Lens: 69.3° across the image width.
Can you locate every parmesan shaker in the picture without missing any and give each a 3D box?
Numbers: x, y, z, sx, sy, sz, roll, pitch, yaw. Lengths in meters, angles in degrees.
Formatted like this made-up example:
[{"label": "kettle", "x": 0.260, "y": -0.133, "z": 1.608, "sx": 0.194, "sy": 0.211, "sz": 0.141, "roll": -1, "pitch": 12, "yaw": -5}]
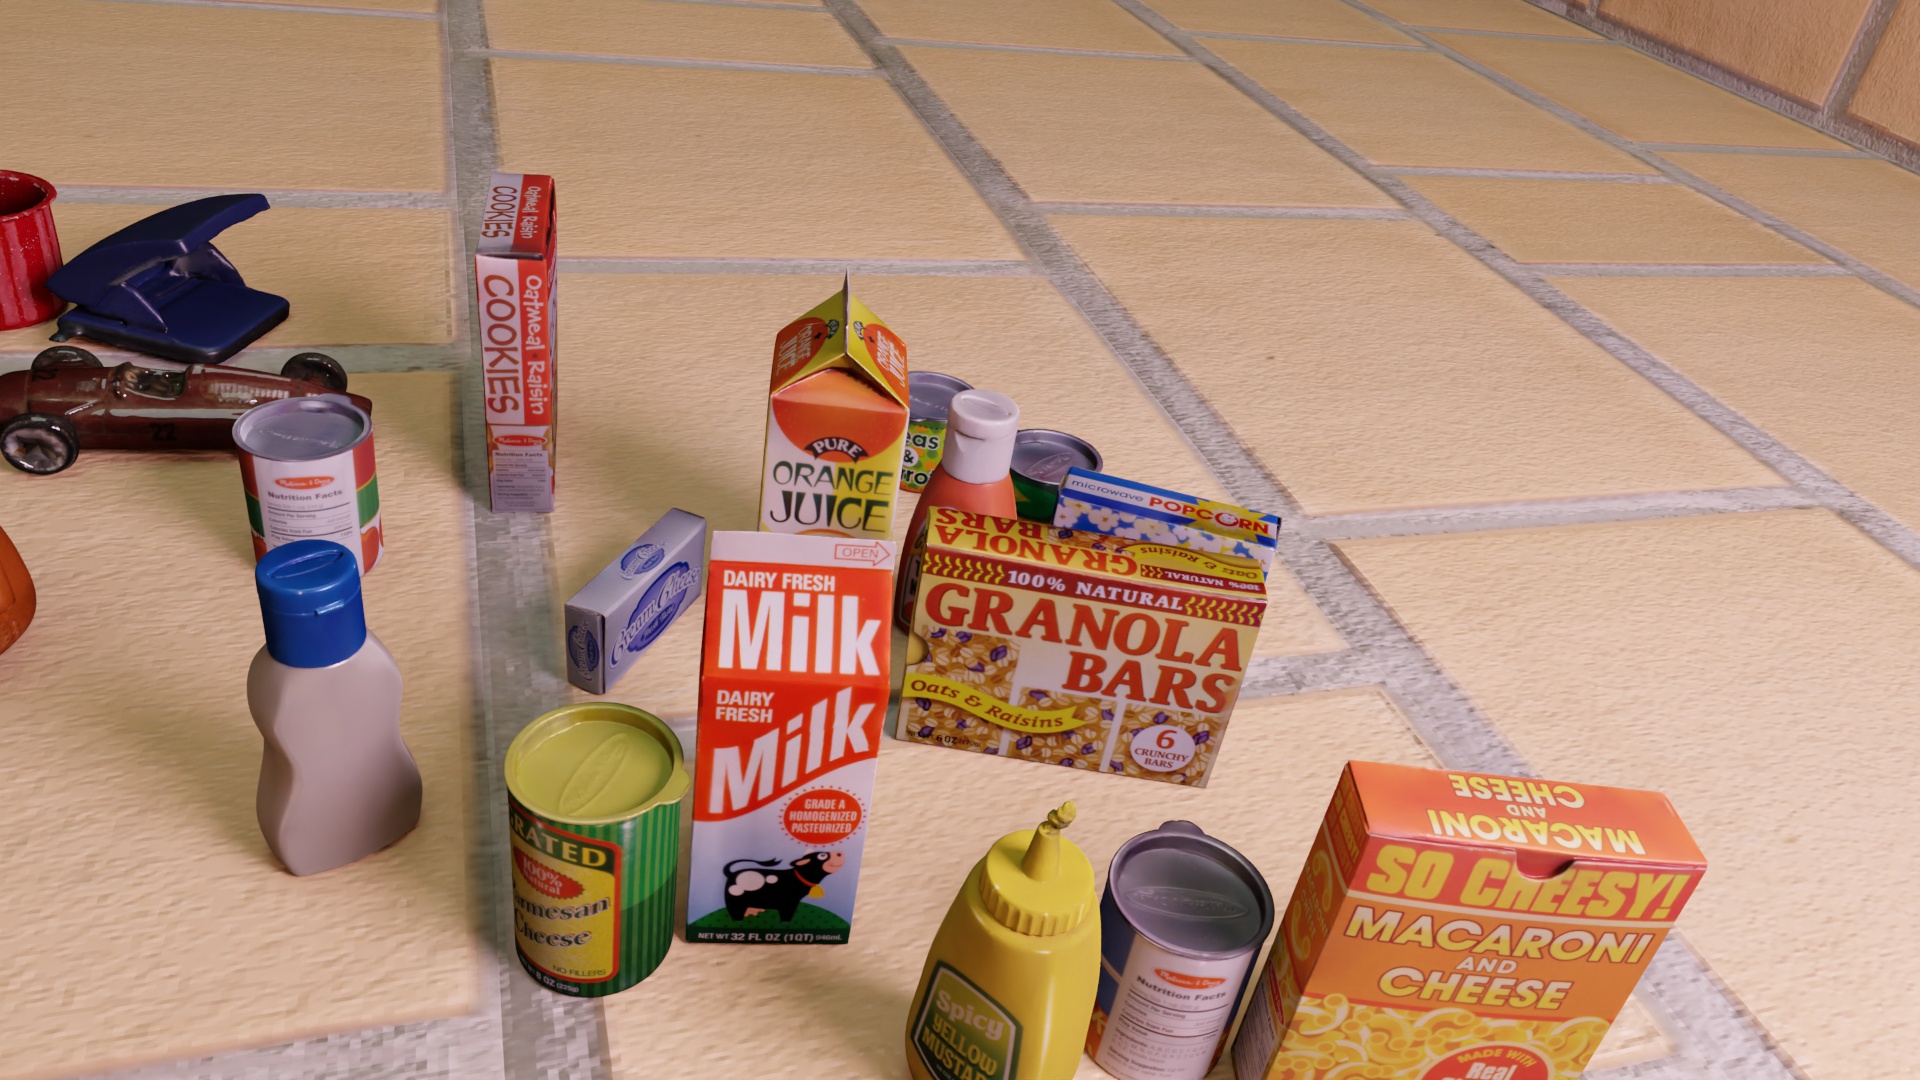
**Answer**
[{"label": "parmesan shaker", "x": -0.144, "y": 0.126, "z": 0.556, "sx": 0.071, "sy": 0.102, "sz": 0.072, "roll": 7, "pitch": 34, "yaw": -4}]

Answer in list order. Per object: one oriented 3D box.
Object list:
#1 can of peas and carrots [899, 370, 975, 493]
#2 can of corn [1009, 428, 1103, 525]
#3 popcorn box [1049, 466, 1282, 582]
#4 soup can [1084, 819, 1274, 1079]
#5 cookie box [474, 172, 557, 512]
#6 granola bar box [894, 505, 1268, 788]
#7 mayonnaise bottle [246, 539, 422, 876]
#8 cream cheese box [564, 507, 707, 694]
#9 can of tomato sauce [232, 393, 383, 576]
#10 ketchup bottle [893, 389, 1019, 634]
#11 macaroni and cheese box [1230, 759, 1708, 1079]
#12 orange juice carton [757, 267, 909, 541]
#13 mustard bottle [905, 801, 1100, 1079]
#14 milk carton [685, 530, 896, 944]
[{"label": "can of peas and carrots", "x": -0.023, "y": -0.070, "z": 0.918, "sx": 0.071, "sy": 0.058, "sz": 0.071, "roll": 7, "pitch": 34, "yaw": -4}, {"label": "can of corn", "x": 0.050, "y": -0.031, "z": 0.878, "sx": 0.071, "sy": 0.058, "sz": 0.071, "roll": 7, "pitch": 34, "yaw": -4}, {"label": "popcorn box", "x": 0.112, "y": 0.014, "z": 0.803, "sx": 0.127, "sy": 0.084, "sz": 0.038, "roll": 14, "pitch": 34, "yaw": 7}, {"label": "soup can", "x": 0.085, "y": 0.169, "z": 0.567, "sx": 0.071, "sy": 0.083, "sz": 0.072, "roll": 7, "pitch": 34, "yaw": -4}, {"label": "cookie box", "x": -0.262, "y": -0.119, "z": 0.833, "sx": 0.040, "sy": 0.166, "sz": 0.123, "roll": 0, "pitch": 35, "yaw": -14}, {"label": "granola bar box", "x": 0.056, "y": 0.056, "z": 0.692, "sx": 0.166, "sy": 0.123, "sz": 0.039, "roll": 9, "pitch": 33, "yaw": -1}, {"label": "mayonnaise bottle", "x": -0.260, "y": 0.069, "z": 0.571, "sx": 0.065, "sy": 0.147, "sz": 0.041, "roll": -23, "pitch": 45, "yaw": -40}, {"label": "cream cheese box", "x": -0.170, "y": 0.031, "z": 0.736, "sx": 0.024, "sy": 0.053, "sz": 0.104, "roll": 18, "pitch": 35, "yaw": 13}, {"label": "can of tomato sauce", "x": -0.349, "y": -0.027, "z": 0.749, "sx": 0.071, "sy": 0.082, "sz": 0.071, "roll": 7, "pitch": 34, "yaw": -4}, {"label": "ketchup bottle", "x": 0.003, "y": -0.009, "z": 0.753, "sx": 0.065, "sy": 0.148, "sz": 0.044, "roll": 21, "pitch": 35, "yaw": 16}, {"label": "macaroni and cheese box", "x": 0.185, "y": 0.163, "z": 0.528, "sx": 0.124, "sy": 0.165, "sz": 0.040, "roll": 6, "pitch": 34, "yaw": -5}, {"label": "orange juice carton", "x": -0.070, "y": -0.044, "z": 0.748, "sx": 0.073, "sy": 0.191, "sz": 0.072, "roll": 5, "pitch": 34, "yaw": -7}, {"label": "mustard bottle", "x": 0.019, "y": 0.153, "z": 0.506, "sx": 0.065, "sy": 0.159, "sz": 0.049, "roll": 30, "pitch": 38, "yaw": 27}, {"label": "milk carton", "x": -0.072, "y": 0.076, "z": 0.570, "sx": 0.072, "sy": 0.189, "sz": 0.074, "roll": 3, "pitch": 34, "yaw": -10}]
